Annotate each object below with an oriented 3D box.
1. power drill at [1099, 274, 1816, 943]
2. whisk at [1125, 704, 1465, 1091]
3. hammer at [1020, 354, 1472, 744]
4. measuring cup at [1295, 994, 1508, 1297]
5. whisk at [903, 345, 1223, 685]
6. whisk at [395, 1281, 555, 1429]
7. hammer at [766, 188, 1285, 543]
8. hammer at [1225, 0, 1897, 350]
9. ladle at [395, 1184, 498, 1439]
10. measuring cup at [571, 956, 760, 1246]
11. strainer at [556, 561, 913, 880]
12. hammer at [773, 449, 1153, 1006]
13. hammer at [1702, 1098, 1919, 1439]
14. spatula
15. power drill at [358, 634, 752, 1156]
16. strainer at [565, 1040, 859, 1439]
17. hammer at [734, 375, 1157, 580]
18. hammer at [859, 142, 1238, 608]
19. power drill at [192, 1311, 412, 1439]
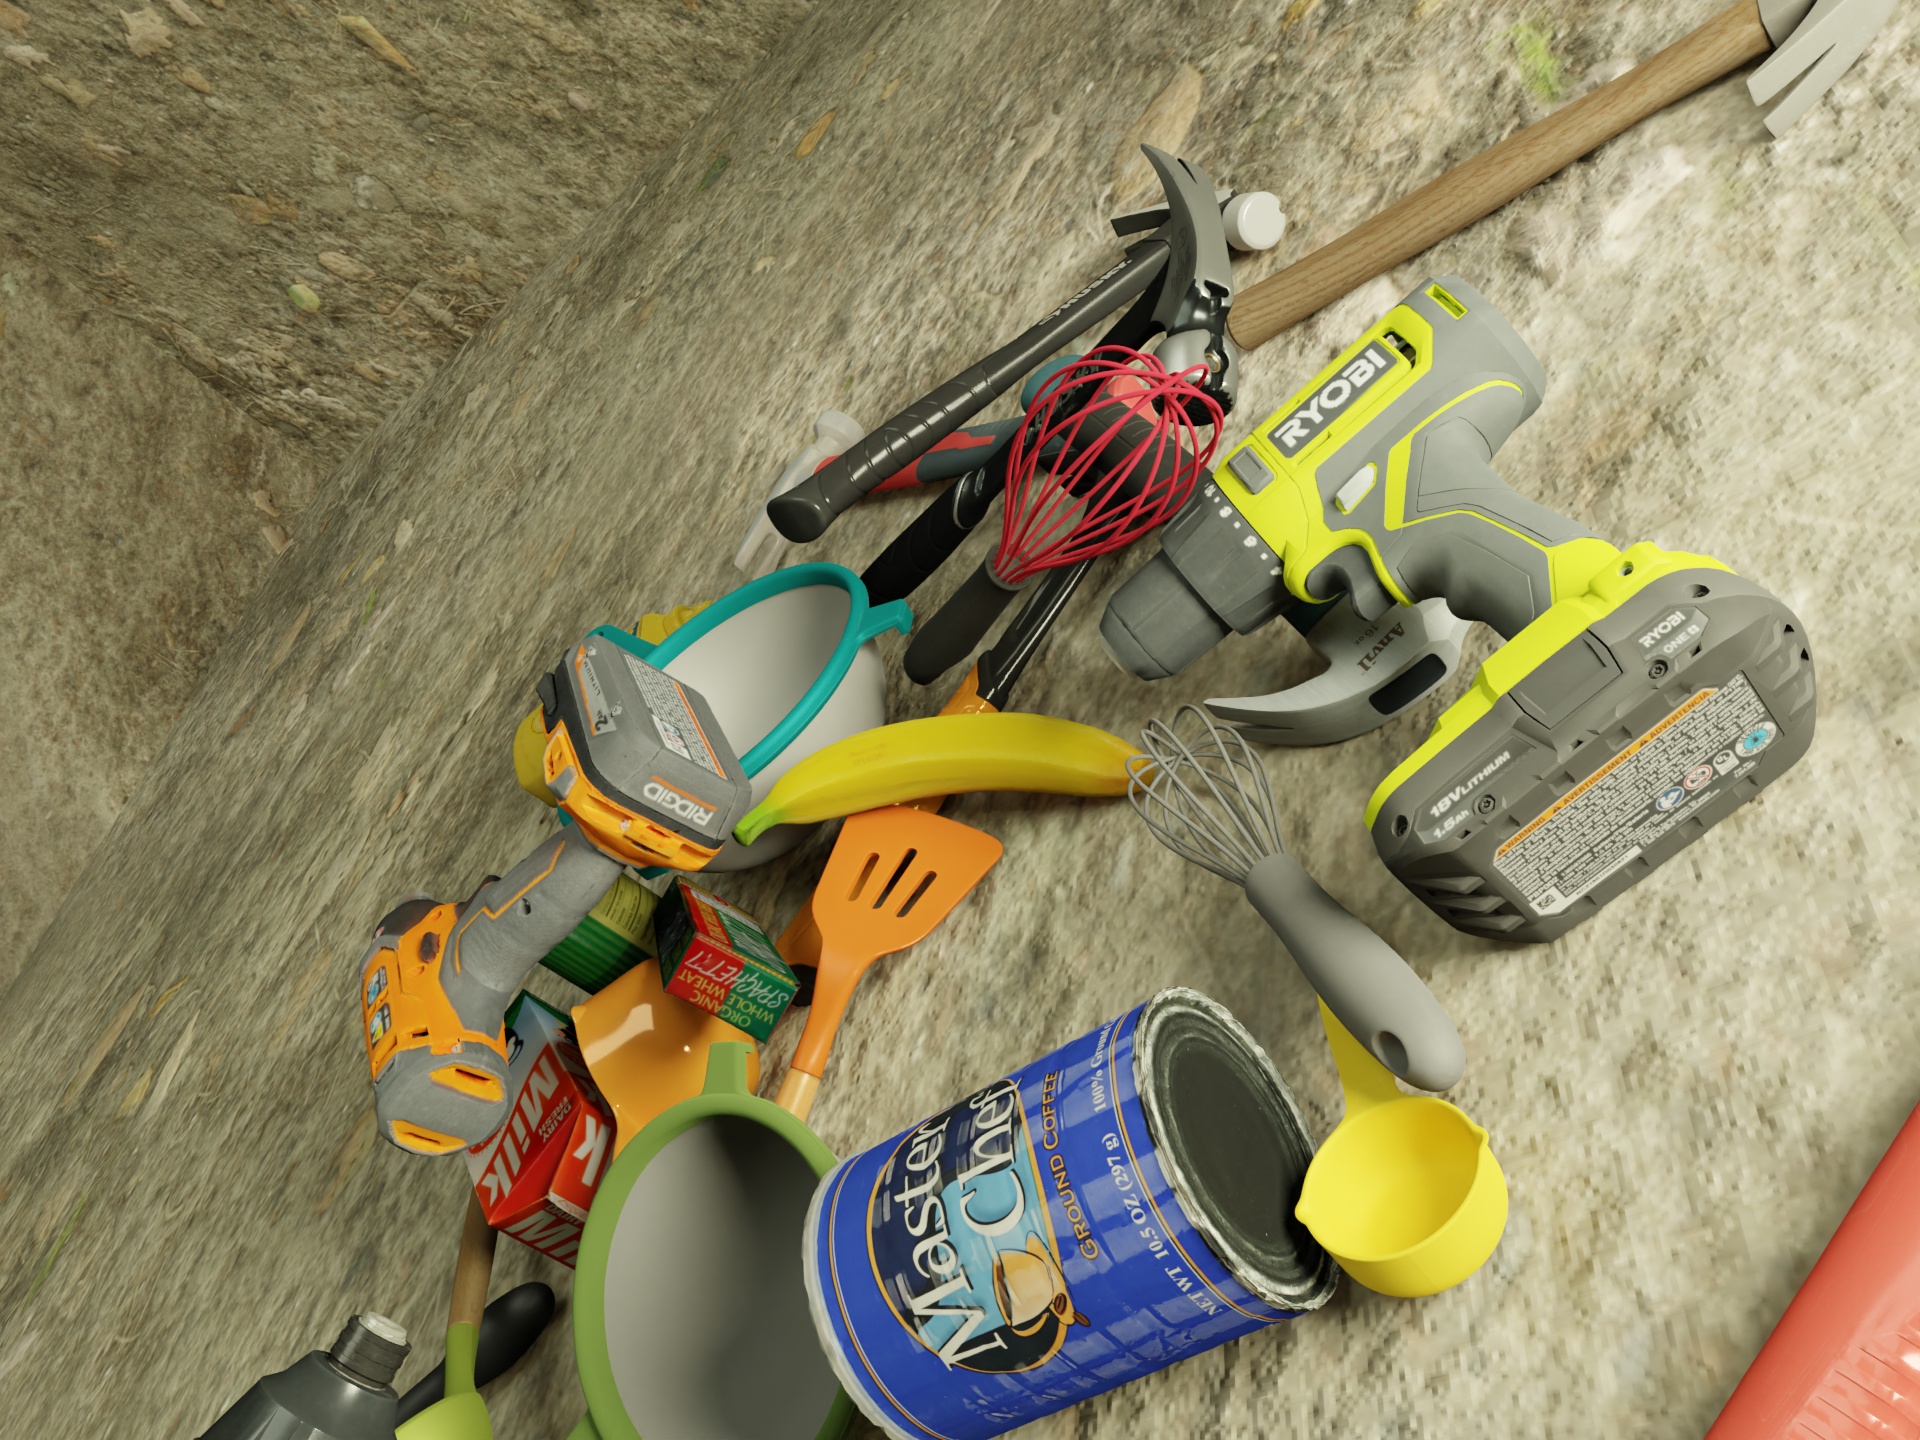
[{"bbox_3d":[0.155,-0.036,0.556,0.190,0.080,0.229,-41,40,14],"label":"power drill"},{"bbox_3d":[0.113,0.055,0.564,0.055,0.055,0.239,-46,26,7],"label":"whisk"},{"bbox_3d":[0.112,-0.099,0.731,0.128,0.033,0.331,-46,38,8],"label":"hammer"},{"bbox_3d":[0.136,0.118,0.510,0.062,0.029,0.157,-30,22,19],"label":"measuring cup"},{"bbox_3d":[0.028,-0.075,0.695,0.073,0.073,0.295,-66,10,-27],"label":"whisk"},{"bbox_3d":[-0.306,0.376,0.786,0.284,0.070,0.070,-44,29,2],"label":"whisk"},{"bbox_3d":[0.026,-0.211,0.939,0.335,0.035,0.146,-37,25,-10],"label":"hammer"},{"bbox_3d":[0.267,-0.265,0.759,0.331,0.031,0.130,-25,37,39],"label":"hammer"},{"bbox_3d":[-0.245,0.270,0.758,0.078,0.062,0.320,-50,18,6],"label":"ladle"},{"bbox_3d":[-0.131,0.171,0.729,0.052,0.095,0.174,-37,21,6],"label":"measuring cup"},{"bbox_3d":[-0.147,0.002,0.950,0.211,0.095,0.341,-46,28,-13],"label":"strainer"},{"bbox_3d":[-0.001,-0.003,0.822,0.337,0.034,0.127,-56,30,-10],"label":"hammer"},{"bbox_3d":[0.222,0.113,0.374,0.359,0.036,0.149,-53,29,-7],"label":"hammer"},{"bbox_3d":[-0.074,0.181,0.703,0.081,0.041,0.323,15,72,21],"label":"spatula"},{"bbox_3d":[-0.209,0.074,0.766,0.226,0.084,0.164,-51,36,9],"label":"power drill"},{"bbox_3d":[-0.107,0.262,0.628,0.256,0.069,0.152,-52,54,15],"label":"strainer"},{"bbox_3d":[-0.020,-0.158,1.026,0.386,0.038,0.143,3,59,55],"label":"hammer"},{"bbox_3d":[0.014,-0.129,0.827,0.409,0.036,0.149,-37,44,55],"label":"hammer"},{"bbox_3d":[-0.156,0.298,0.489,0.080,0.223,0.171,2,57,55],"label":"power drill"}]
